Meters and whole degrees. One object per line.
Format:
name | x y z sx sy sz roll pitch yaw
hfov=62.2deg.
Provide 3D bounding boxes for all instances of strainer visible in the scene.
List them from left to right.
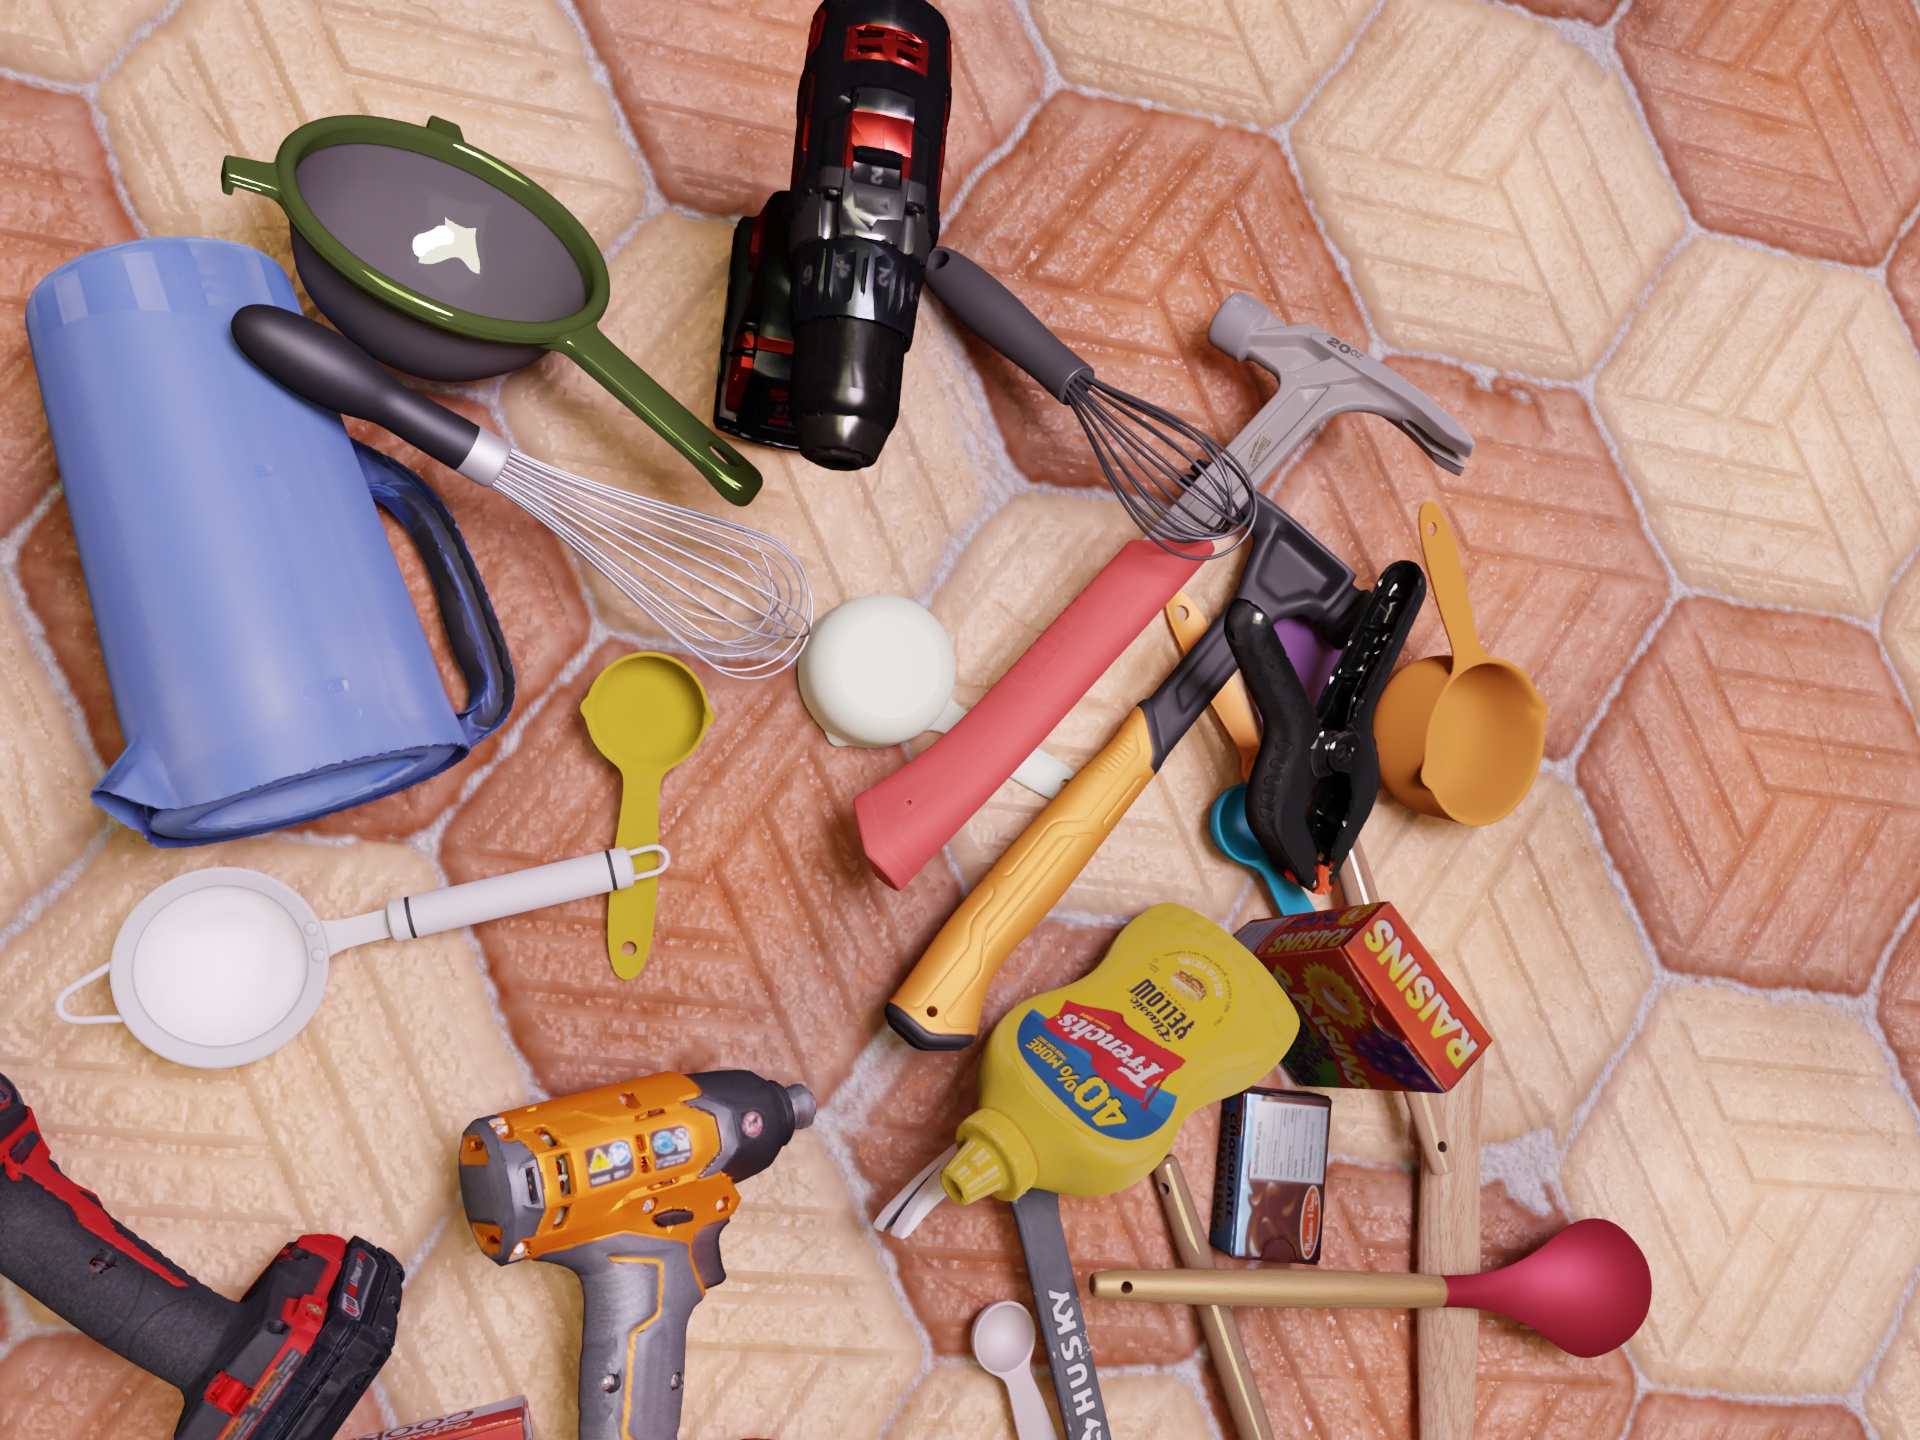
strainer | -0.258 0.092 0.711 0.258 0.050 0.087 -13 94 -15
strainer | -0.203 -0.169 0.729 0.256 0.069 0.151 40 35 0

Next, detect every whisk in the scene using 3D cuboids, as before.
whisk | -0.183 -0.099 0.703 0.284 0.070 0.070 29 77 -29
whisk | 0.054 -0.162 0.778 0.055 0.055 0.239 -35 64 -15

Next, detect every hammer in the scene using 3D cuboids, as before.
hammer | 0.067 0.385 0.757 0.149 0.036 0.409 -12 89 -29
hammer | 0.072 0.021 0.789 0.127 0.034 0.337 41 72 -1
hammer | 0.086 -0.053 0.771 0.149 0.036 0.359 38 75 18
hammer | 0.249 0.323 0.820 0.130 0.031 0.331 5 82 -14

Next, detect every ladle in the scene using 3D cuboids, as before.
ladle | 0.213 0.279 0.783 0.315 0.031 0.069 6 81 -15

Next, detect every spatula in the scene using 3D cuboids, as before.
spatula | 0.207 0.078 0.832 0.059 0.018 0.316 -12 80 -14

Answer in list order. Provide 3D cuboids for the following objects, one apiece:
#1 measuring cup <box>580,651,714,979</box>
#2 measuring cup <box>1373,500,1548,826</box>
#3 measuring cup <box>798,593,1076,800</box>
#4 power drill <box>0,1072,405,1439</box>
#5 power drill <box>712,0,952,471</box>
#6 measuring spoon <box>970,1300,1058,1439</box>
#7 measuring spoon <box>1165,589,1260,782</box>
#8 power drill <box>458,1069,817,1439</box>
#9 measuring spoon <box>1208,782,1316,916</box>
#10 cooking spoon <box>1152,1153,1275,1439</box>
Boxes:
measuring cup | -0.154 0.044 0.761 0.062 0.029 0.156 5 94 -12
measuring cup | 0.245 -0.030 0.827 0.095 0.052 0.173 -25 106 -25
measuring cup | -0.001 -0.003 0.791 0.167 0.038 0.083 31 78 -10
power drill | -0.341 0.212 0.638 0.219 0.143 0.078 37 81 -14
power drill | -0.058 -0.182 0.699 0.080 0.226 0.188 7 82 -13
measuring spoon | 0.031 0.341 0.776 0.034 0.018 0.124 -20 95 -29
measuring spoon | 0.135 -0.017 0.843 0.021 0.011 0.117 -24 86 -20
power drill | -0.120 0.270 0.703 0.164 0.084 0.226 -8 82 -36
measuring spoon | 0.165 0.091 0.836 0.042 0.021 0.128 -36 102 -30
cooking spoon | 0.151 0.371 0.784 0.017 0.069 0.319 -9 78 -51
